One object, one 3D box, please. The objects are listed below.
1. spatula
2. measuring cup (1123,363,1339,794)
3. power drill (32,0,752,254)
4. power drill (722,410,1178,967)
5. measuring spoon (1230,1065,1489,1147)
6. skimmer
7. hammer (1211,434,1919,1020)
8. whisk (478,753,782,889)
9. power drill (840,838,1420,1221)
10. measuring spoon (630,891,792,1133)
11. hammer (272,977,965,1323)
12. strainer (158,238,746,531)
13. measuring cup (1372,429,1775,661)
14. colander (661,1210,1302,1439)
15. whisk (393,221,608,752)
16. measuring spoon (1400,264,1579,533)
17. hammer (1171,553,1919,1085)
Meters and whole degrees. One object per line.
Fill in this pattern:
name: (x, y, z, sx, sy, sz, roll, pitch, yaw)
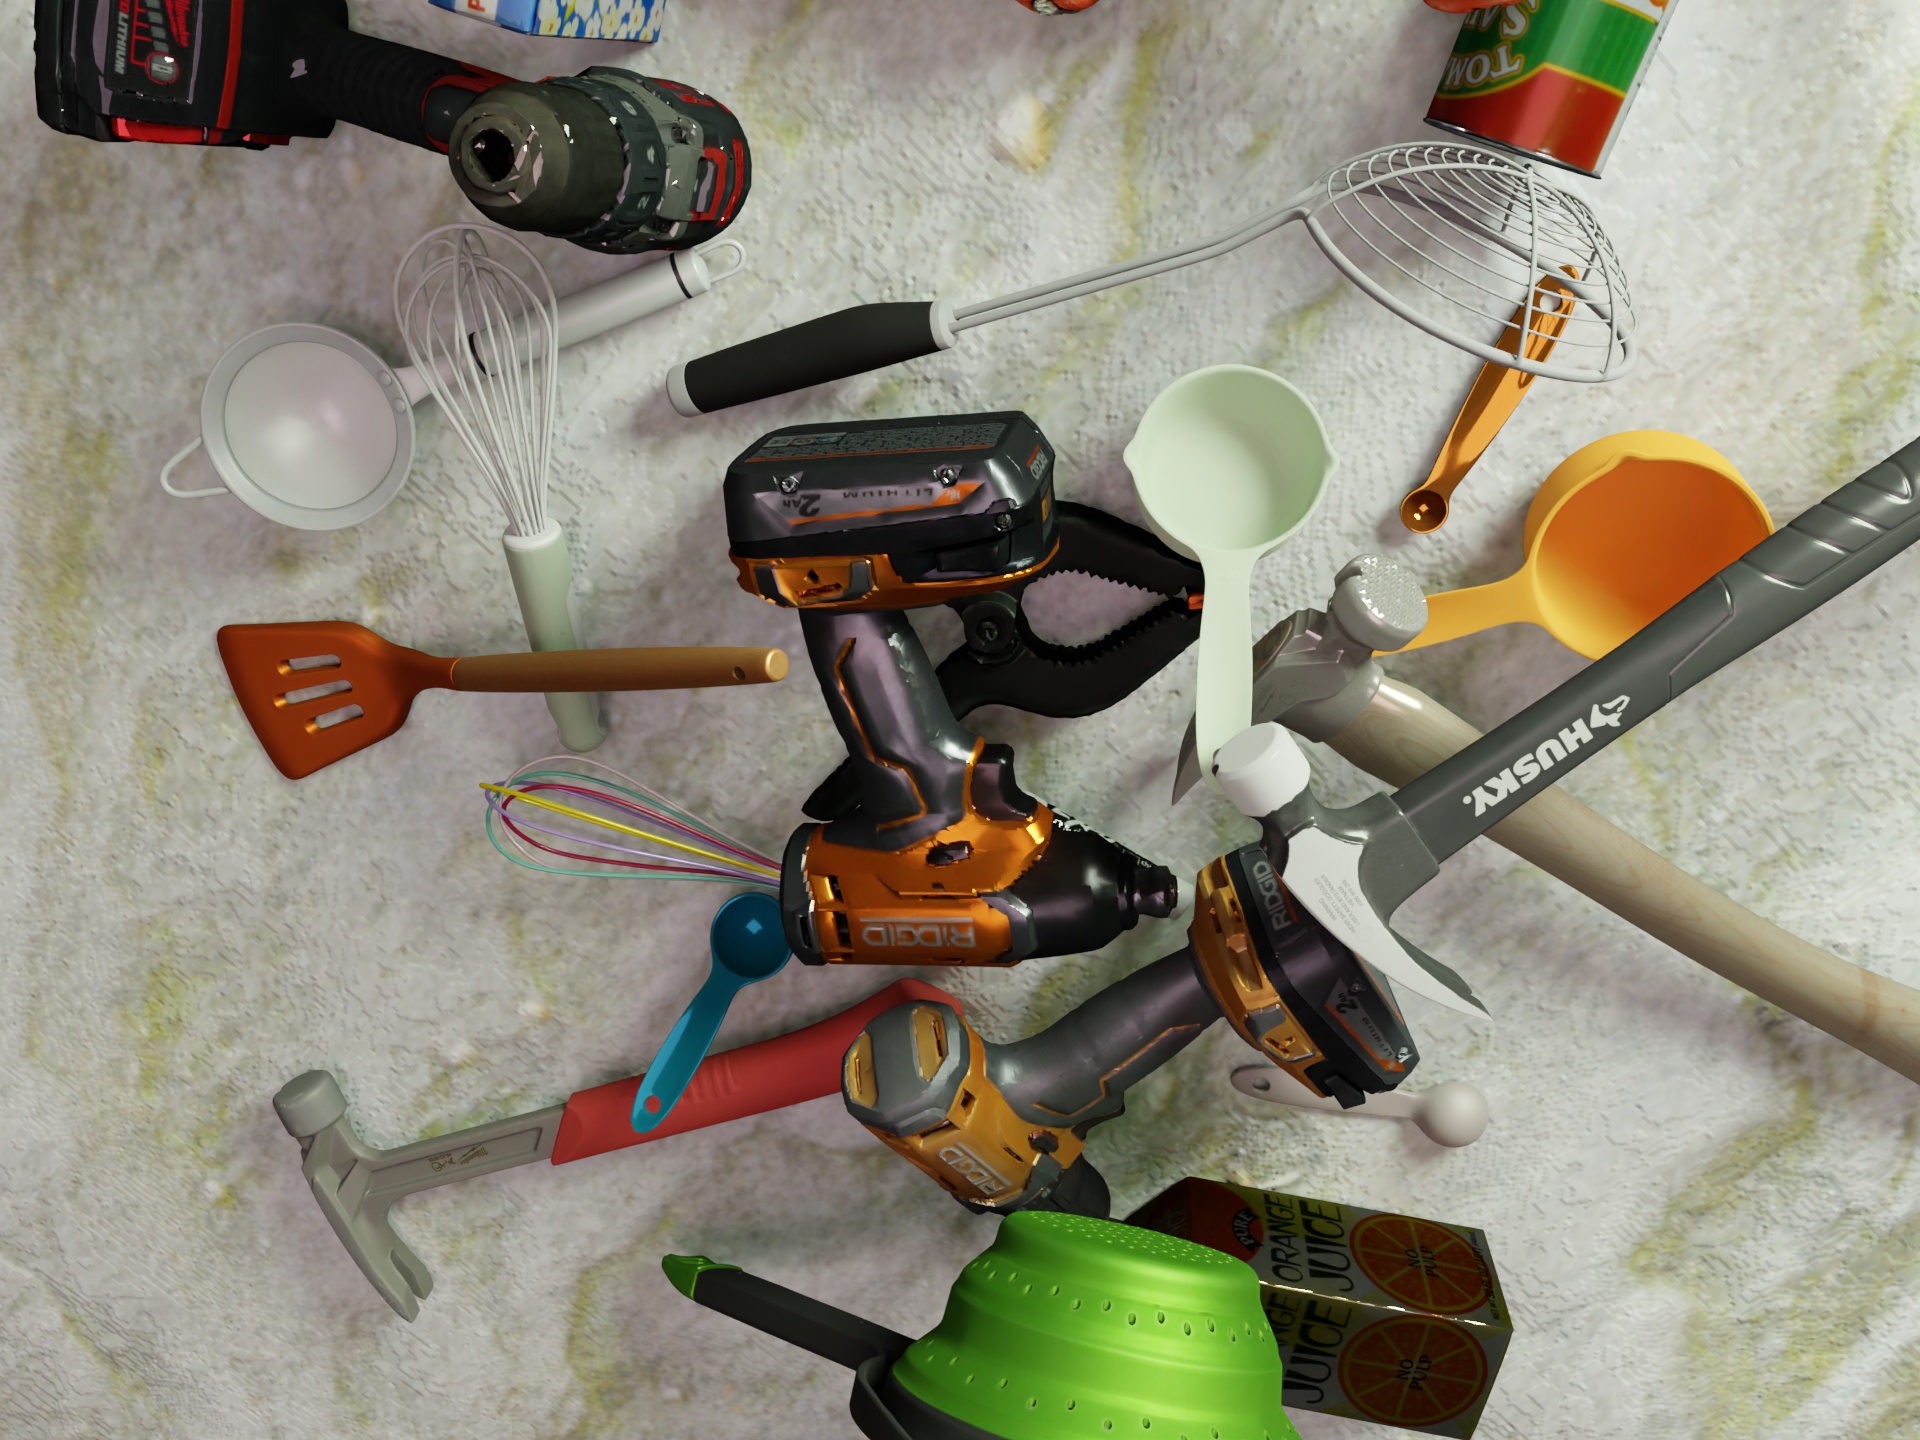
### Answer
spatula: (-0.200, -0.015, 0.669, 0.323, 0.041, 0.081, 0, 116, 37)
measuring cup: (0.103, -0.054, 0.626, 0.083, 0.038, 0.167, 2, 84, 4)
power drill: (-0.197, -0.215, 0.550, 0.226, 0.188, 0.080, 17, 110, 3)
power drill: (-0.001, -0.002, 0.632, 0.164, 0.084, 0.226, -1, 115, 14)
measuring spoon: (0.192, 0.185, 0.763, 0.124, 0.018, 0.034, 8, 114, 4)
skimmer: (0.059, -0.139, 0.608, 0.363, 0.127, 0.090, -9, 123, 21)
hammer: (0.267, -0.023, 0.582, 0.335, 0.035, 0.146, -36, 109, 7)
whisk: (-0.101, 0.067, 0.729, 0.245, 0.051, 0.047, 17, 142, -6)
power drill: (0.085, 0.161, 0.720, 0.226, 0.084, 0.185, -28, 131, 15)
measuring spoon: (-0.118, 0.140, 0.757, 0.042, 0.021, 0.128, 31, 91, 15)
hammer: (-0.164, 0.205, 0.802, 0.359, 0.037, 0.149, -17, 110, 14)
strainer: (-0.207, -0.146, 0.657, 0.258, 0.050, 0.086, -19, 110, 8)
measuring cup: (0.229, -0.060, 0.640, 0.173, 0.052, 0.095, -14, 113, 23)
colander: (0.003, 0.259, 0.715, 0.397, 0.204, 0.094, 2, 75, 43)
whisk: (-0.177, -0.084, 0.654, 0.059, 0.058, 0.246, -9, 129, -7)
measuring spoon: (0.211, -0.127, 0.635, 0.021, 0.011, 0.117, 26, 110, -5)
hammer: (0.289, 0.077, 0.684, 0.410, 0.038, 0.146, 29, 137, -11)
